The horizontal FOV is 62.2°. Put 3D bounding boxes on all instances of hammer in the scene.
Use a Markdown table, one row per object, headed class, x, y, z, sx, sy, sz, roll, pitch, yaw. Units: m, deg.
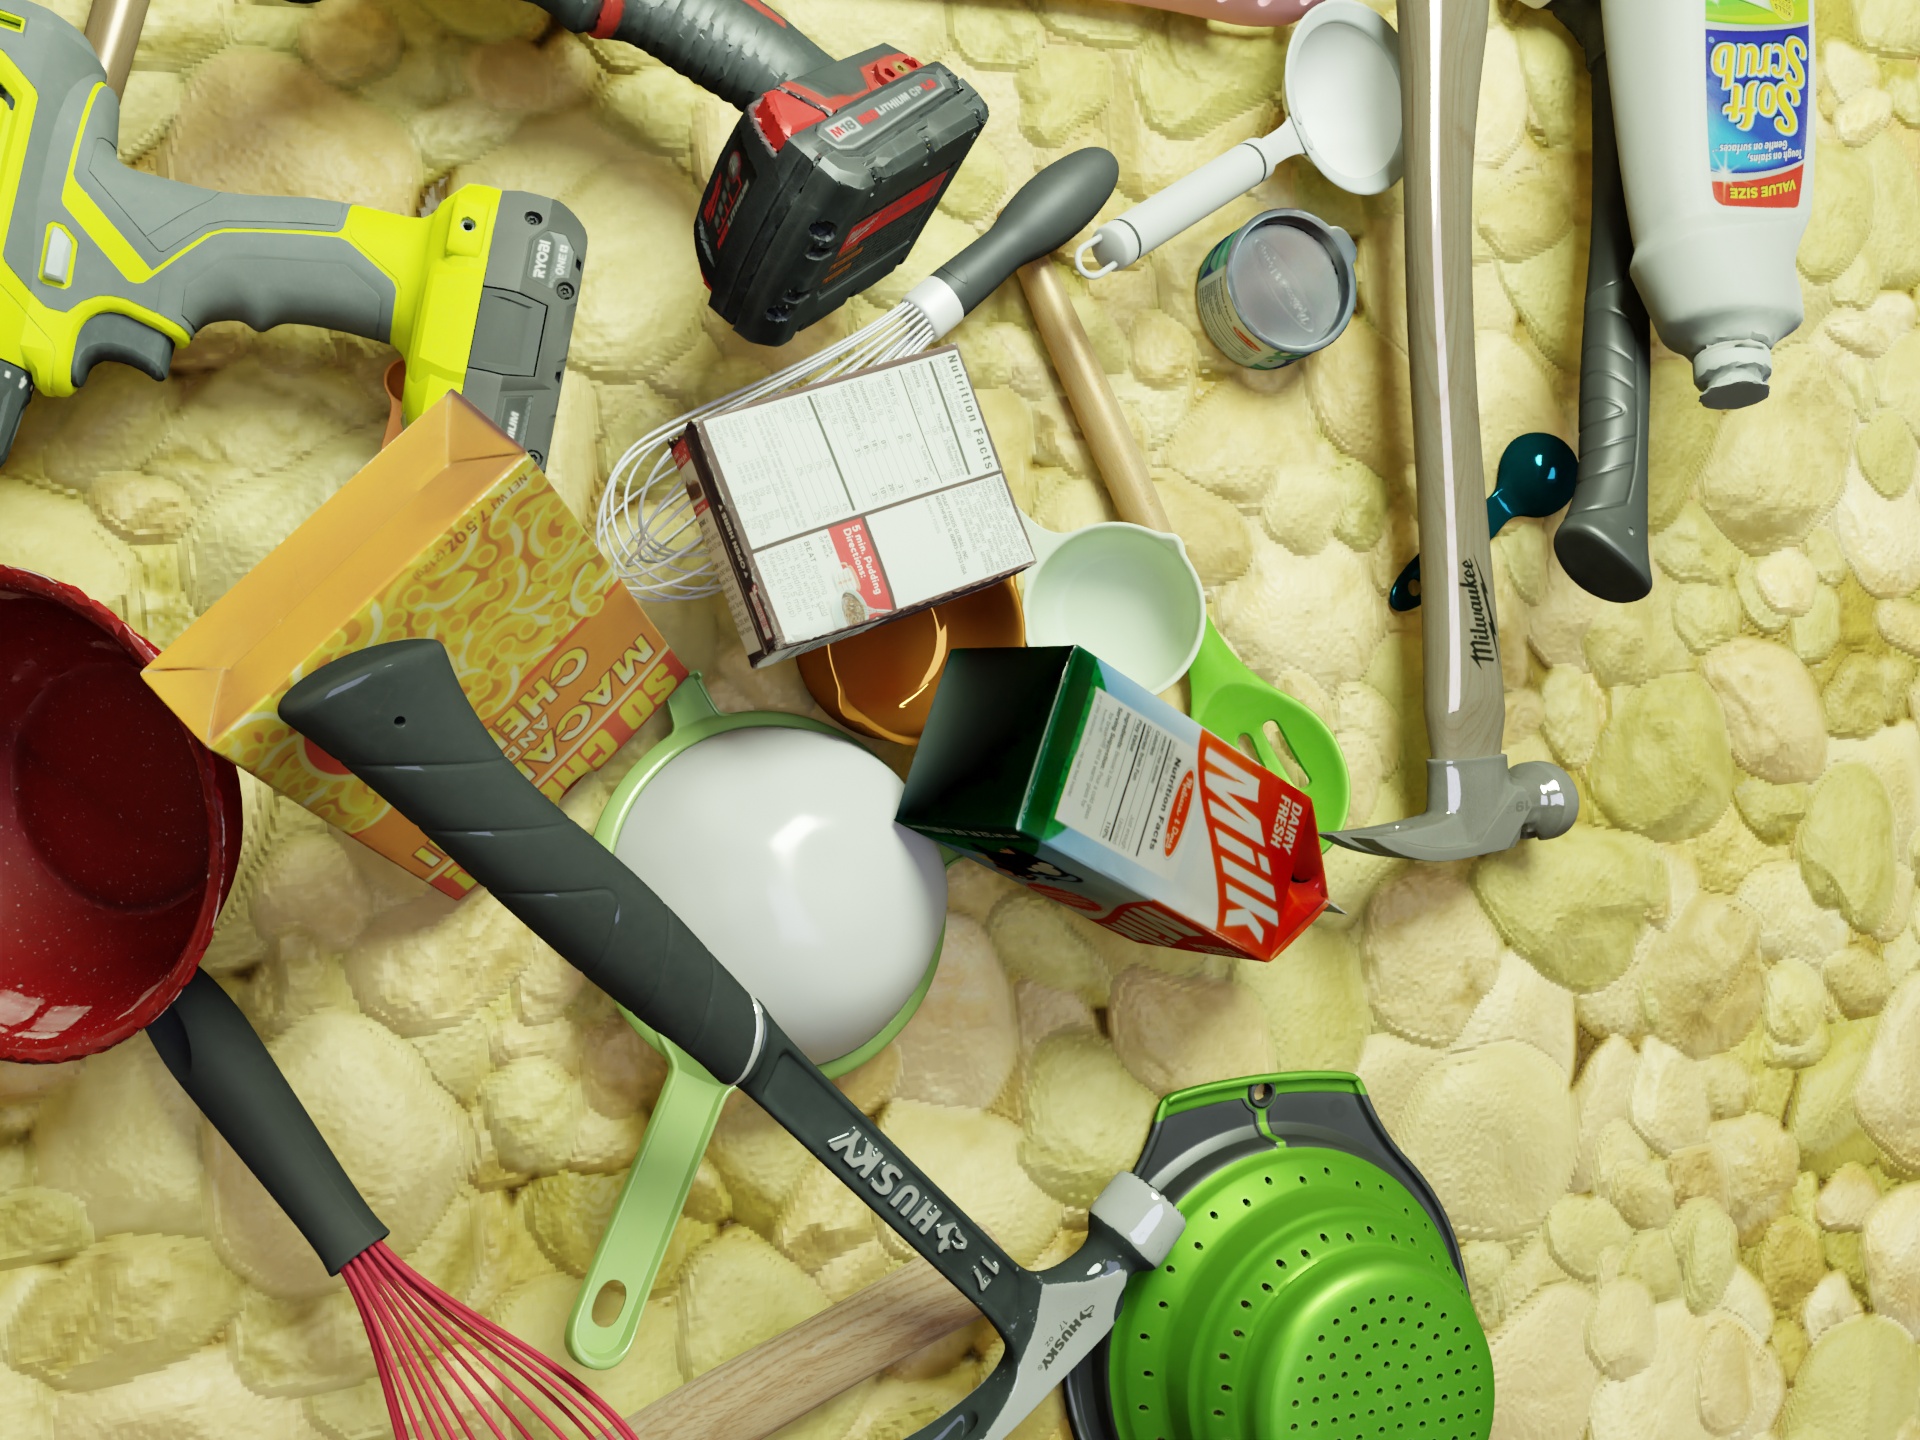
| class | x | y | z | sx | sy | sz | roll | pitch | yaw |
| --- | --- | --- | --- | --- | --- | --- | --- | --- | --- |
| hammer | 0.311 | -0.209 | 0.741 | 0.146 | 0.035 | 0.335 | 18 | 68 | -20 |
| hammer | -0.067 | 0.123 | 0.541 | 0.149 | 0.036 | 0.408 | -48 | 122 | -15 |
| hammer | 0.209 | -0.144 | 0.704 | 0.146 | 0.038 | 0.410 | -5 | 93 | -36 |
| hammer | -0.128 | 0.281 | 0.605 | 0.331 | 0.031 | 0.130 | -23 | 95 | -19 |

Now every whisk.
| class | x | y | z | sx | sy | sz | roll | pitch | yaw |
| --- | --- | --- | --- | --- | --- | --- | --- | --- | --- |
| whisk | -0.034 | -0.145 | 0.638 | 0.284 | 0.070 | 0.070 | -43 | 101 | -16 |
| whisk | -0.196 | 0.200 | 0.550 | 0.073 | 0.073 | 0.296 | -37 | 84 | -17 |

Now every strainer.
| class | x | y | z | sx | sy | sz | roll | pitch | yaw |
| --- | --- | --- | --- | --- | --- | --- | --- | --- | --- |
| strainer | 0.129 | -0.246 | 0.690 | 0.258 | 0.050 | 0.086 | -39 | 110 | -33 |
| strainer | -0.078 | 0.108 | 0.582 | 0.151 | 0.069 | 0.256 | 29 | 64 | -19 |

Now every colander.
| class | x | y | z | sx | sy | sz | roll | pitch | yaw |
| --- | --- | --- | --- | --- | --- | --- | --- | --- | --- |
| colander | 0.157 | 0.354 | 0.666 | 0.204 | 0.094 | 0.397 | -2 | 88 | -19 |

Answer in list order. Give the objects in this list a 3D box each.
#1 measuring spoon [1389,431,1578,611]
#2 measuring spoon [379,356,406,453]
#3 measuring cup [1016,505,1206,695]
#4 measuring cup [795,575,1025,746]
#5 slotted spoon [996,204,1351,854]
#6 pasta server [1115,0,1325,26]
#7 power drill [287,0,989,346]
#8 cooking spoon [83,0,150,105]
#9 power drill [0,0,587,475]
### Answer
| class | x | y | z | sx | sy | sz | roll | pitch | yaw |
| --- | --- | --- | --- | --- | --- | --- | --- | --- | --- |
| measuring spoon | 0.253 | -0.094 | 0.760 | 0.128 | 0.021 | 0.042 | -40 | 100 | -16 |
| measuring spoon | -0.216 | -0.080 | 0.606 | 0.021 | 0.011 | 0.117 | 7 | 88 | -21 |
| measuring cup | 0.032 | -0.074 | 0.678 | 0.167 | 0.038 | 0.083 | 40 | 100 | 6 |
| measuring cup | -0.001 | -0.002 | 0.656 | 0.095 | 0.052 | 0.173 | -43 | 113 | -20 |
| slotted spoon | 0.087 | -0.081 | 0.700 | 0.070 | 0.031 | 0.314 | -25 | 93 | -1 |
| pasta server | 0.022 | -0.330 | 0.685 | 0.316 | 0.040 | 0.060 | -3 | 43 | -17 |
| power drill | -0.123 | -0.239 | 0.560 | 0.226 | 0.080 | 0.188 | 41 | 45 | 1 |
| cooking spoon | -0.292 | -0.326 | 0.586 | 0.068 | 0.017 | 0.319 | 13 | 83 | -16 |
| power drill | -0.257 | -0.124 | 0.544 | 0.228 | 0.080 | 0.190 | 11 | 85 | -18 |
